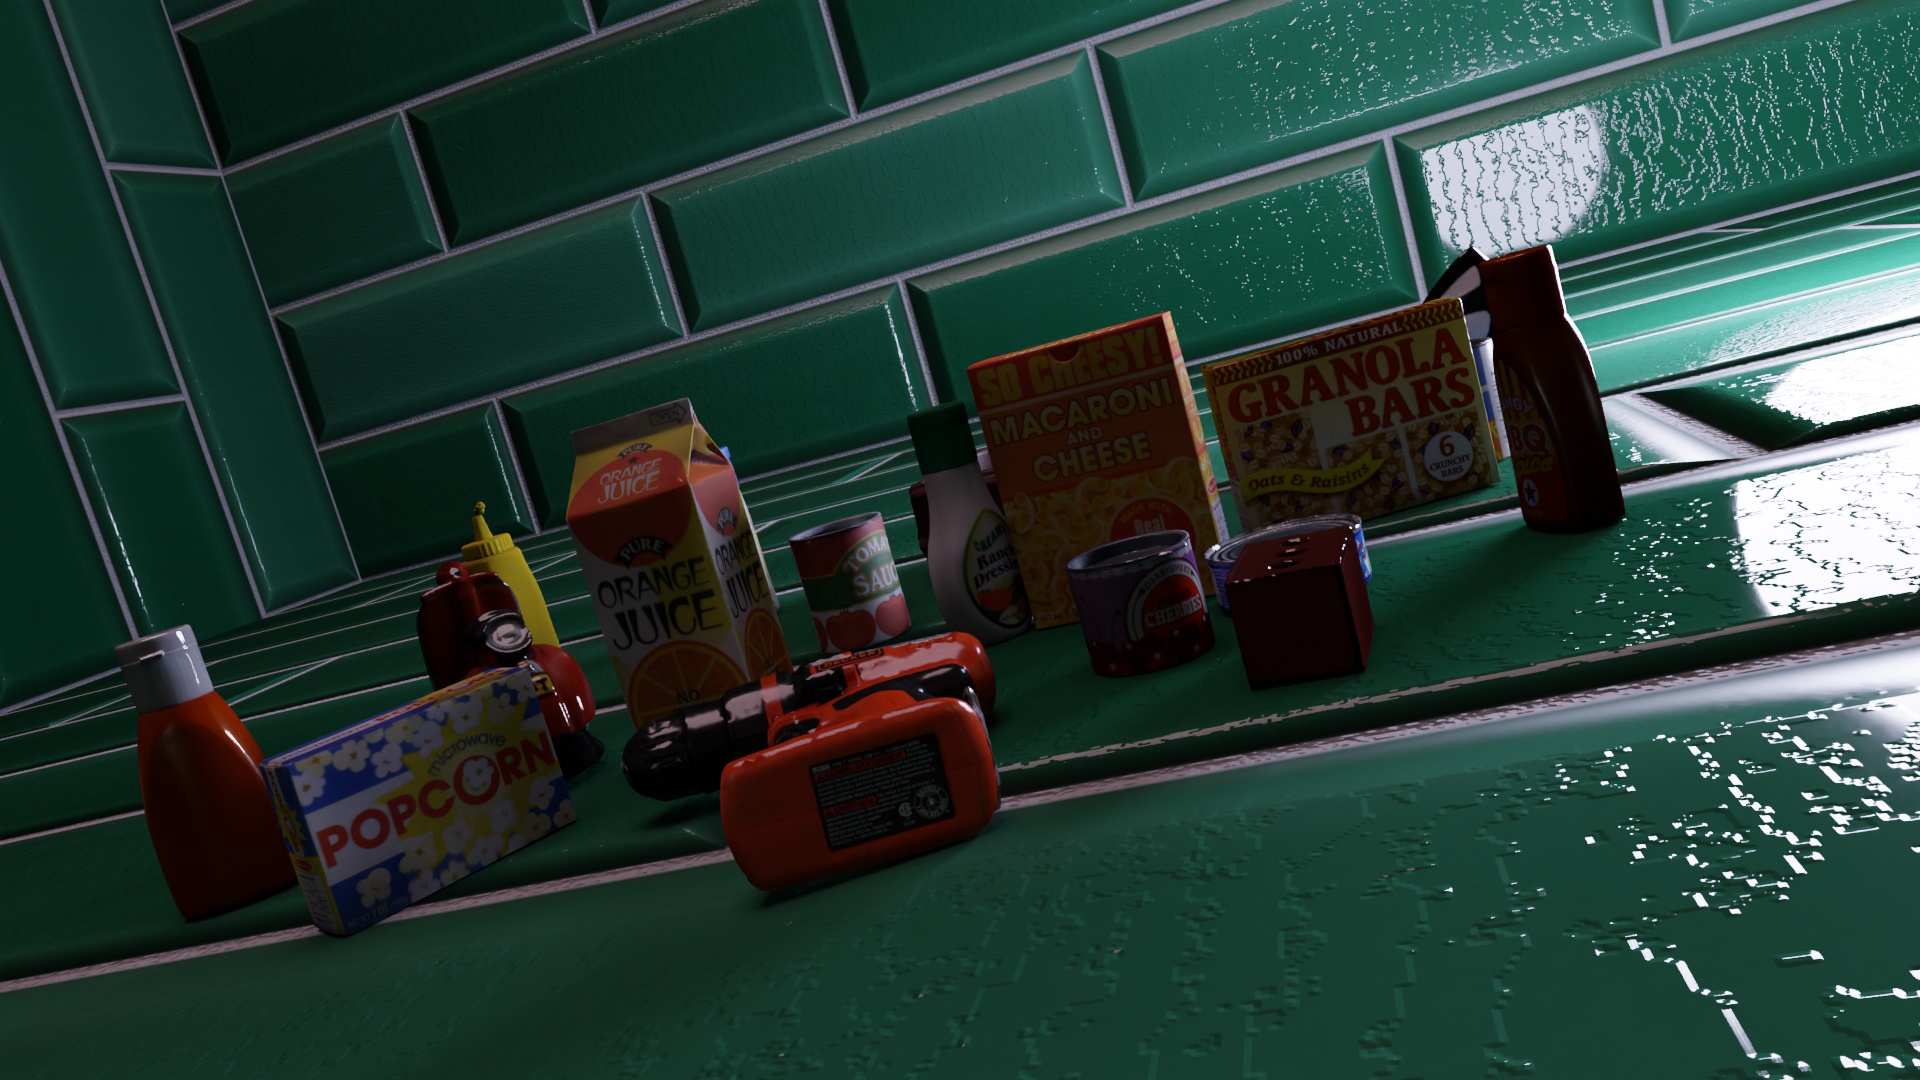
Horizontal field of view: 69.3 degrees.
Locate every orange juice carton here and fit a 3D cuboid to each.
[{"bbox_3d":[-0.151,0.024,0.752,0.072,0.192,0.073,-14,8,11],"label":"orange juice carton"}]

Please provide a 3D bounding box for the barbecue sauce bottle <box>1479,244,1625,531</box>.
[{"bbox_3d":[0.312,-0.081,0.741,0.044,0.148,0.065,-16,8,-4],"label":"barbecue sauce bottle"}]

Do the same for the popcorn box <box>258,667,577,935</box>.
[{"bbox_3d":[-0.259,0.122,0.673,0.038,0.085,0.127,-8,11,44],"label":"popcorn box"}]

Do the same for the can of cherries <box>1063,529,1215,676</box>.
[{"bbox_3d":[0.093,0.032,0.712,0.071,0.058,0.071,-15,8,2],"label":"can of cherries"}]

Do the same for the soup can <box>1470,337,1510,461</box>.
[{"bbox_3d":[0.352,-0.096,0.994,0.071,0.083,0.071,-15,8,2],"label":"soup can"}]

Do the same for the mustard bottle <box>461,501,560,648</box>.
[{"bbox_3d":[-0.371,0.047,1.125,0.065,0.160,0.049,-9,10,42],"label":"mustard bottle"}]

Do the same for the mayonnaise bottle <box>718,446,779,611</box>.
[{"bbox_3d":[-0.195,-0.005,1.189,0.041,0.148,0.065,-18,8,-14],"label":"mayonnaise bottle"}]

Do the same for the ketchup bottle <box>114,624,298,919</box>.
[{"bbox_3d":[-0.401,0.120,0.732,0.065,0.148,0.043,-18,8,-19],"label":"ketchup bottle"}]

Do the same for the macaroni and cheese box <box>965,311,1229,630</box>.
[{"bbox_3d":[0.085,-0.040,0.831,0.123,0.166,0.040,-13,8,19],"label":"macaroni and cheese box"}]

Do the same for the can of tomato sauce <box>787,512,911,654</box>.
[{"bbox_3d":[-0.074,0.029,0.959,0.071,0.083,0.071,-15,8,2],"label":"can of tomato sauce"}]

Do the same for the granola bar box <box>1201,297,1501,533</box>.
[{"bbox_3d":[0.253,-0.076,0.905,0.166,0.124,0.039,-16,8,-1],"label":"granola bar box"}]

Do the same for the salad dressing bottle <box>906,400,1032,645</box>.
[{"bbox_3d":[0.003,-0.011,0.854,0.064,0.147,0.044,-22,10,-41],"label":"salad dressing bottle"}]
